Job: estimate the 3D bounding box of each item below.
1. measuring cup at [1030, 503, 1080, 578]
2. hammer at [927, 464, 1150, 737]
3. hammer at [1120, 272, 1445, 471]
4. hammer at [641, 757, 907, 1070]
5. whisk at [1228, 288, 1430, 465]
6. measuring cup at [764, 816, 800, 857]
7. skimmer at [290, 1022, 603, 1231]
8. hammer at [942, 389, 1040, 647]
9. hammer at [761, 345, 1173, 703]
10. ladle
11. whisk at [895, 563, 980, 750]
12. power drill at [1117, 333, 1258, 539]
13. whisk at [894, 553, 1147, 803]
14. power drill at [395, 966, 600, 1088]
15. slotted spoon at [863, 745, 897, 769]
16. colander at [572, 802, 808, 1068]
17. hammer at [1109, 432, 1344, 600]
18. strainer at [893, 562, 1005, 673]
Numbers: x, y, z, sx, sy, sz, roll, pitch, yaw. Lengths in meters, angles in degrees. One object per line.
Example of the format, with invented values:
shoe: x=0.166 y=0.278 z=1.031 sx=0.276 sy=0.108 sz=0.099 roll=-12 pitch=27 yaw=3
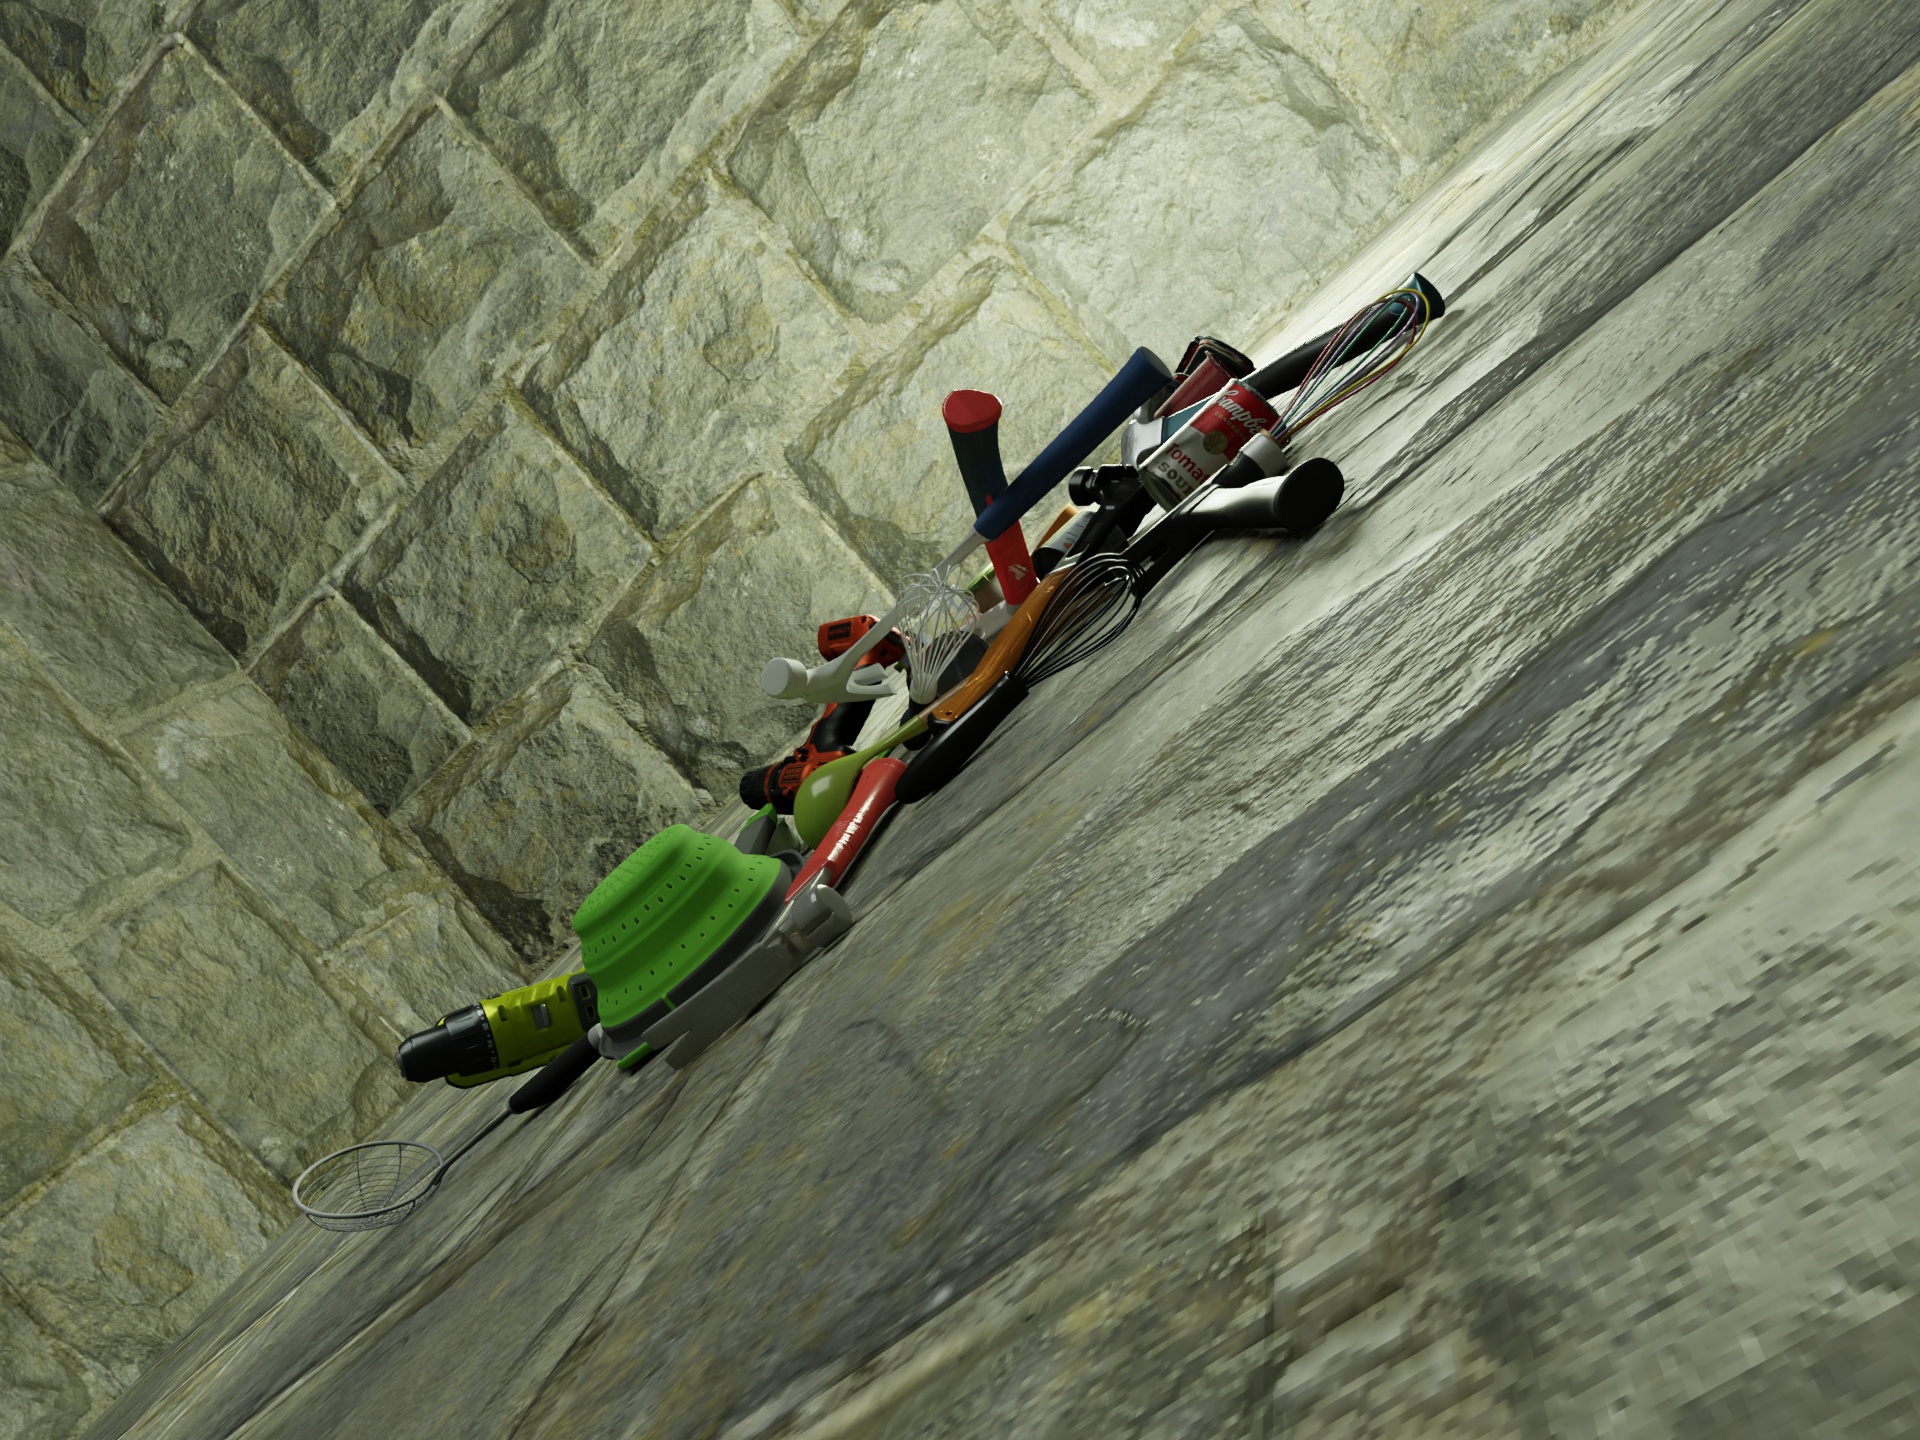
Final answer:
measuring cup: x=0.088 y=-0.142 z=1.662 sx=0.173 sy=0.052 sz=0.095 roll=-58 pitch=-4 yaw=28
hammer: x=0.077 y=-0.095 z=1.251 sx=0.127 sy=0.034 sz=0.337 roll=6 pitch=45 yaw=36
hammer: x=0.252 y=-0.278 z=1.302 sx=0.331 sy=0.033 sz=0.128 roll=-22 pitch=53 yaw=49
hammer: x=-0.097 y=0.104 z=1.072 sx=0.149 sy=0.036 sz=0.359 roll=-40 pitch=6 yaw=18
whisk: x=0.248 y=-0.222 z=1.167 sx=0.245 sy=0.047 sz=0.051 roll=-45 pitch=-8 yaw=13
measuring cup: x=-0.179 y=0.137 z=1.413 sx=0.083 sy=0.038 sz=0.168 roll=-40 pitch=11 yaw=6
skimmer: x=-0.432 y=0.334 z=1.357 sx=0.363 sy=0.090 sz=0.127 roll=-39 pitch=-1 yaw=25
hammer: x=0.020 y=-0.160 z=1.355 sx=0.143 sy=0.038 sz=0.386 roll=-33 pitch=-21 yaw=-2
hammer: x=0.014 y=-0.145 z=1.280 sx=0.405 sy=0.035 sz=0.144 roll=-42 pitch=-24 yaw=24
ladle: x=-0.002 y=-0.004 z=1.284 sx=0.320 sy=0.062 sz=0.078 roll=-36 pitch=8 yaw=-2
whisk: x=-0.027 y=-0.042 z=1.317 sx=0.070 sy=0.070 sz=0.284 roll=-44 pitch=-14 yaw=-23
power drill: x=0.215 y=-0.286 z=1.626 sx=0.187 sy=0.080 sz=0.227 roll=-61 pitch=-6 yaw=35
whisk: x=0.036 y=-0.025 z=1.090 sx=0.239 sy=0.055 sz=0.055 roll=-45 pitch=4 yaw=16
power drill: x=-0.414 y=0.283 z=1.438 sx=0.190 sy=0.080 sz=0.228 roll=-16 pitch=-8 yaw=-24
slotted spoon: x=-0.017 y=-0.018 z=1.524 sx=0.314 sy=0.031 sz=0.070 roll=-42 pitch=5 yaw=-13
colander: x=-0.211 y=0.119 z=1.247 sx=0.204 sy=0.094 sz=0.397 roll=-38 pitch=12 yaw=13
hammer: x=0.173 y=-0.130 z=0.991 sx=0.146 sy=0.035 sz=0.335 roll=-41 pitch=6 yaw=3
strainer: x=0.026 y=-0.121 z=1.807 sx=0.151 sy=0.069 sz=0.256 roll=-44 pitch=1 yaw=25
